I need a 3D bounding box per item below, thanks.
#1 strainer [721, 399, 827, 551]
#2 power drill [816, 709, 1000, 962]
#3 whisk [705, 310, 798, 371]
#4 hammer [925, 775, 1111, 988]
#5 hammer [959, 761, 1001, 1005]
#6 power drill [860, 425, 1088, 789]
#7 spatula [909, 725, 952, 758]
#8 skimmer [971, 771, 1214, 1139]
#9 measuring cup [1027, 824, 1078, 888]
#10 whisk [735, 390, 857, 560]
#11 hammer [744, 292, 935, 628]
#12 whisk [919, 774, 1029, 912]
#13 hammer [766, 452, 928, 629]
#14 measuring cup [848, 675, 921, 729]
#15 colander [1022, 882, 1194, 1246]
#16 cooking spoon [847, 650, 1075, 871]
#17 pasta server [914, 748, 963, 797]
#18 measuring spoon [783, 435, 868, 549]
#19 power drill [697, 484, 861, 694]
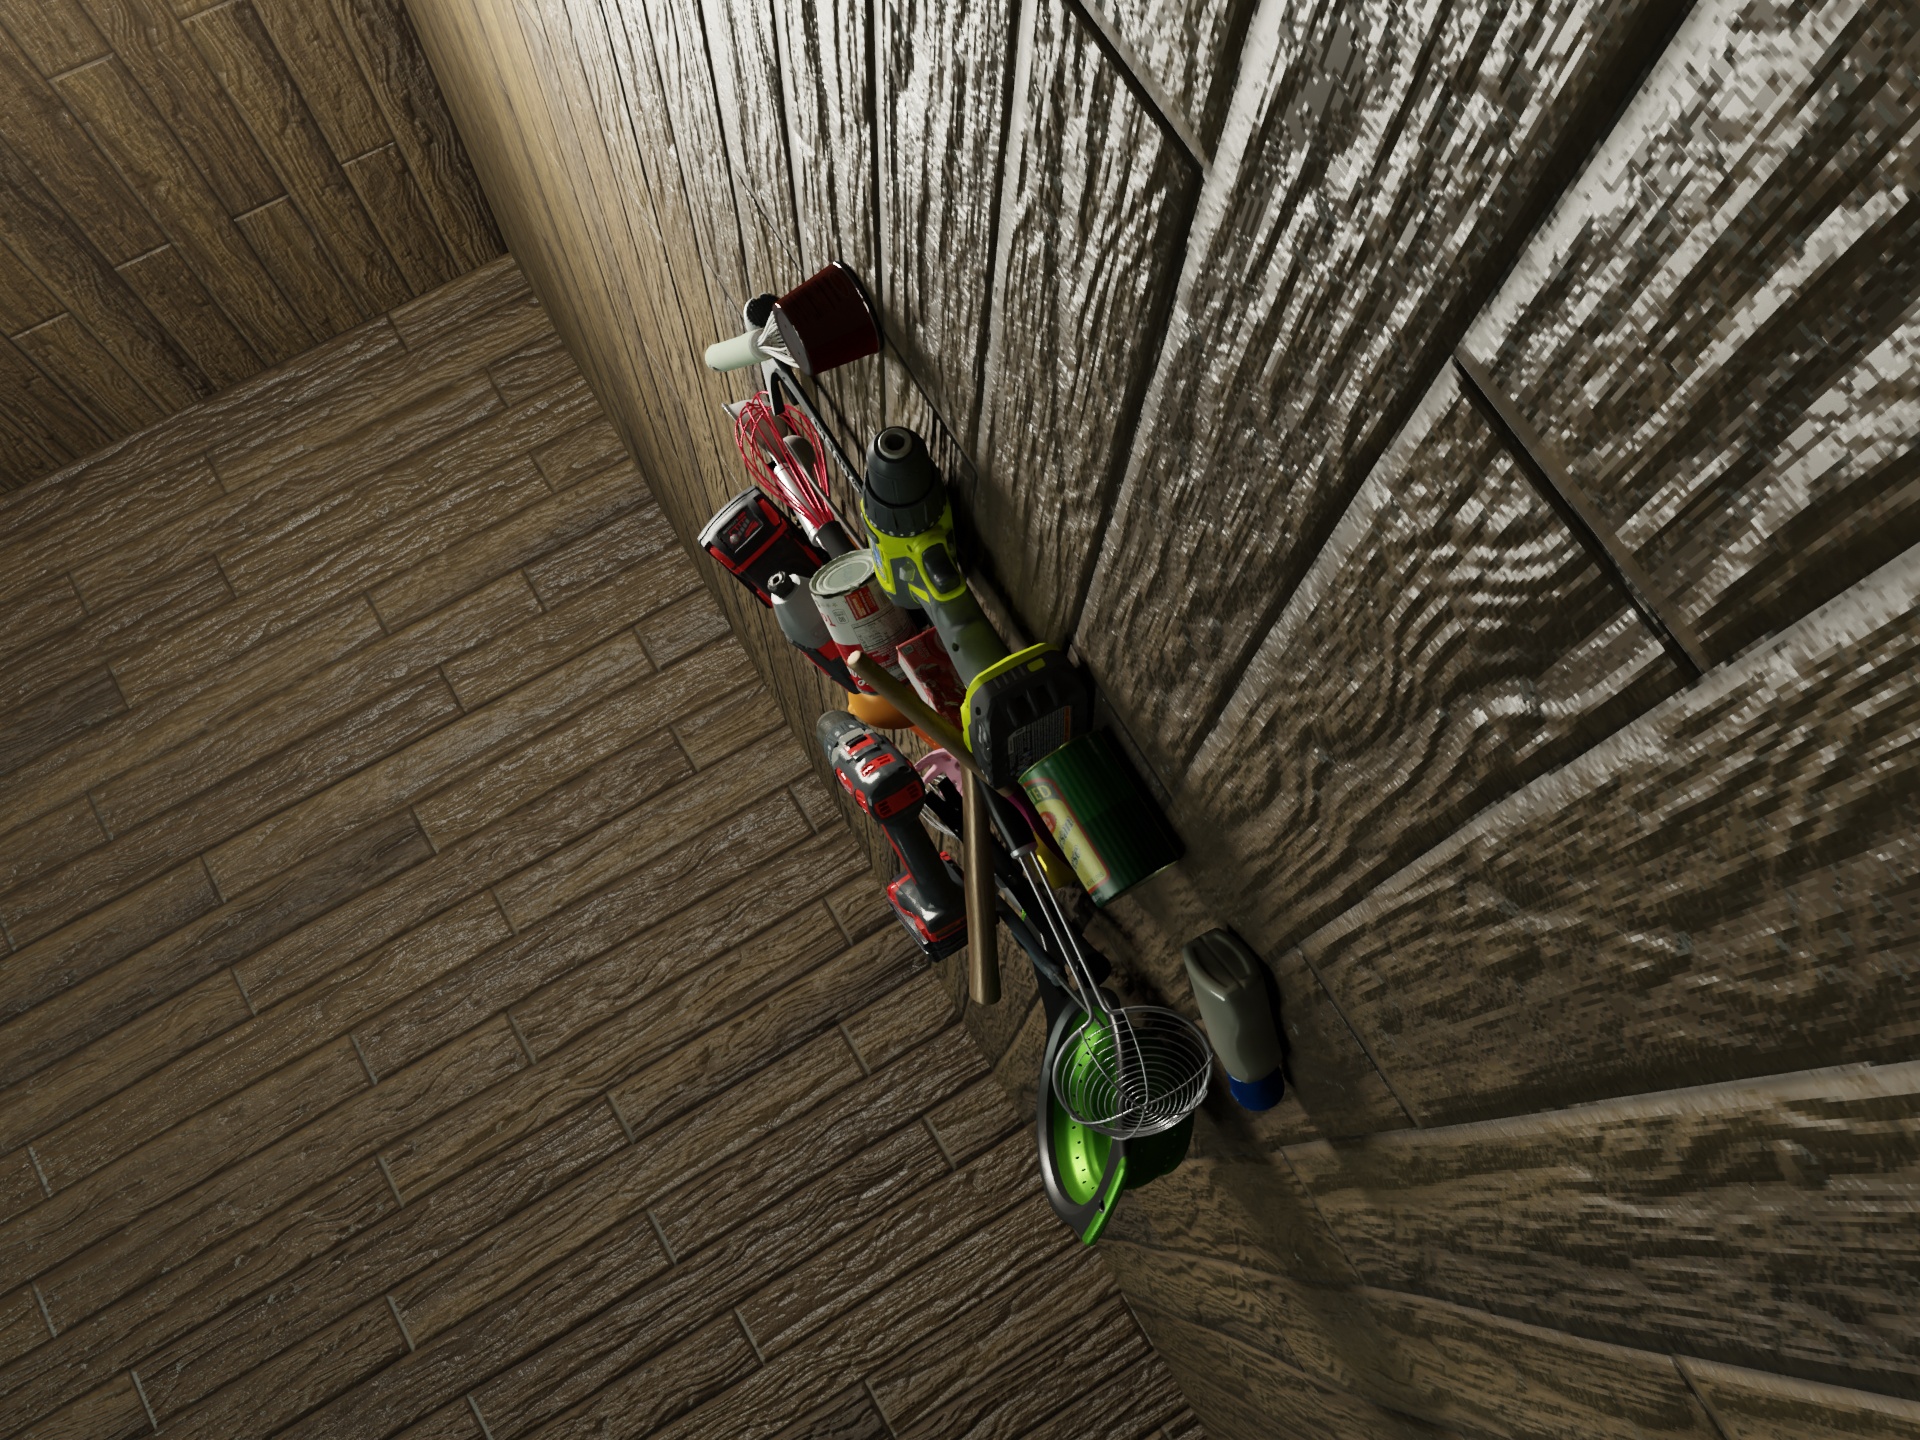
[{"bbox_3d":[-0.169,-0.242,1.520,0.086,0.050,0.259,36,-161,-50],"label":"strainer"},{"bbox_3d":[-0.061,0.099,1.515,0.188,0.080,0.226,42,160,57],"label":"power drill"},{"bbox_3d":[-0.149,-0.293,1.231,0.246,0.057,0.059,12,92,62],"label":"whisk"},{"bbox_3d":[0.057,0.156,1.469,0.146,0.035,0.335,50,178,-25],"label":"hammer"},{"bbox_3d":[0.017,0.115,1.401,0.130,0.031,0.331,-136,36,-53],"label":"hammer"},{"bbox_3d":[-0.001,-0.082,1.106,0.229,0.080,0.190,60,171,21],"label":"power drill"},{"bbox_3d":[-0.095,-0.097,1.692,0.322,0.041,0.081,65,171,1],"label":"spatula"},{"bbox_3d":[0.082,0.160,1.273,0.363,0.127,0.090,65,-171,12],"label":"skimmer"},{"bbox_3d":[0.056,0.101,1.454,0.157,0.029,0.062,45,161,49],"label":"measuring cup"},{"bbox_3d":[-0.126,-0.184,1.416,0.296,0.073,0.073,59,170,26],"label":"whisk"},{"bbox_3d":[-0.064,-0.159,1.320,0.409,0.036,0.149,58,171,13],"label":"hammer"},{"bbox_3d":[0.020,0.135,1.699,0.239,0.055,0.055,47,164,37],"label":"whisk"},{"bbox_3d":[-0.102,-0.162,1.505,0.337,0.034,0.127,43,161,59],"label":"hammer"},{"bbox_3d":[-0.082,-0.072,1.507,0.174,0.095,0.052,58,161,30],"label":"measuring cup"},{"bbox_3d":[0.132,0.293,1.462,0.398,0.094,0.204,-104,27,-54],"label":"colander"},{"bbox_3d":[0.022,0.038,1.181,0.318,0.017,0.069,40,-158,-38],"label":"cooking spoon"},{"bbox_3d":[0.004,0.031,1.508,0.060,0.040,0.316,36,168,-1],"label":"pasta server"},{"bbox_3d":[-0.105,-0.187,1.321,0.124,0.018,0.034,54,176,-14],"label":"measuring spoon"},{"bbox_3d":[-0.154,-0.122,1.454,0.143,0.078,0.220,44,-177,-42],"label":"power drill"}]
